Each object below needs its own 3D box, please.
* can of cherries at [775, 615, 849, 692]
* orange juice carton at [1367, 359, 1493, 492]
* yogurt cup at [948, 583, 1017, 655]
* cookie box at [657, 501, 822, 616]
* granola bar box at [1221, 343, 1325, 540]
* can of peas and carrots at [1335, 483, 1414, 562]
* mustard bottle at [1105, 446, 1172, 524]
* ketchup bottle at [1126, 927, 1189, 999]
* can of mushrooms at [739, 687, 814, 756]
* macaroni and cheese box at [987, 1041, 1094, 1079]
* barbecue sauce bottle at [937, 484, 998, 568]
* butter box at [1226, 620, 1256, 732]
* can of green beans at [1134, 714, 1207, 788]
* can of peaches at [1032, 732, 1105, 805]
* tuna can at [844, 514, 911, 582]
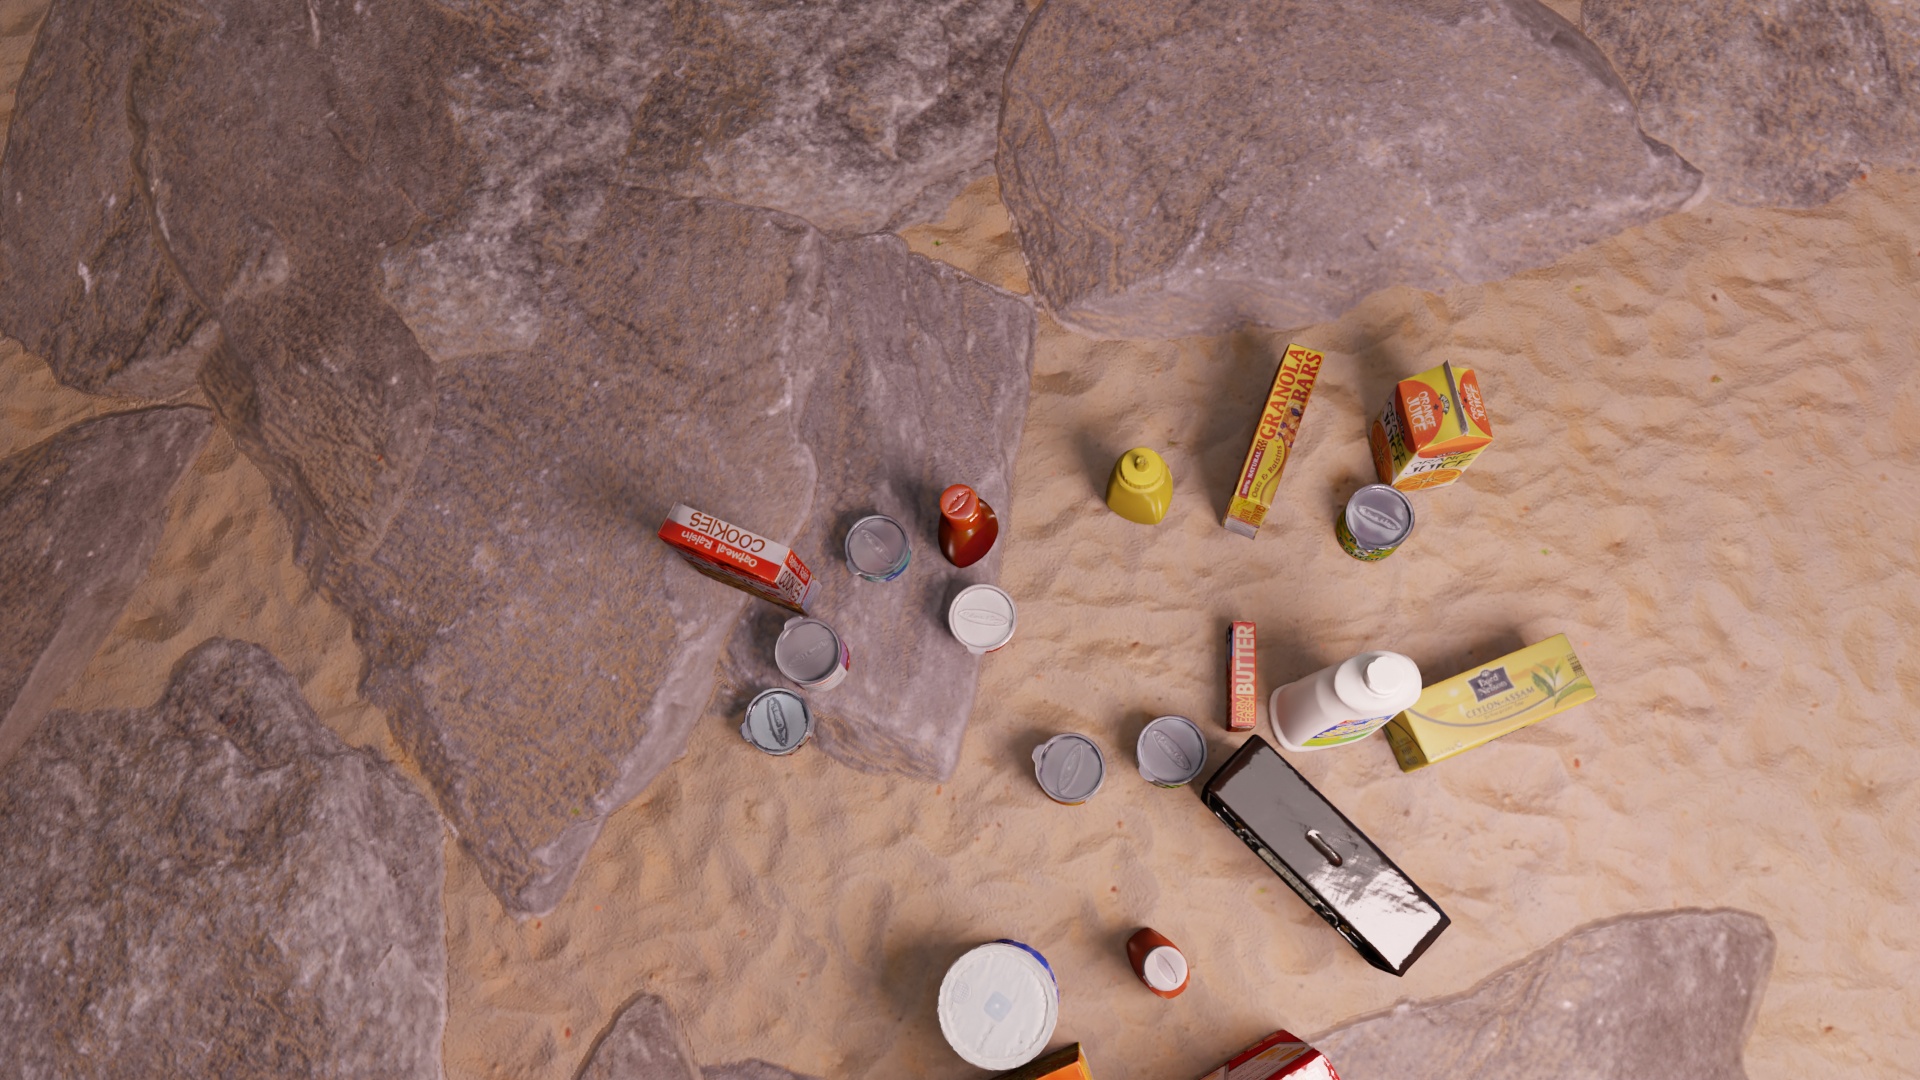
[{"bbox_3d":[-0.147,0.113,1.383,0.071,0.058,0.071,-1,75,4],"label":"can of cherries"},{"bbox_3d":[0.449,-0.106,1.325,0.073,0.192,0.072,-10,75,2],"label":"orange juice carton"},{"bbox_3d":[0.024,0.081,1.380,0.072,0.054,0.072,-1,75,4],"label":"yogurt cup"},{"bbox_3d":[-0.212,0.022,1.356,0.123,0.167,0.040,21,78,10],"label":"cookie box"},{"bbox_3d":[0.306,-0.096,1.369,0.039,0.124,0.166,20,78,9],"label":"granola bar box"},{"bbox_3d":[0.408,-0.014,1.373,0.071,0.058,0.071,-1,75,4],"label":"can of peas and carrots"},{"bbox_3d":[0.176,-0.058,1.350,0.065,0.160,0.049,20,78,9],"label":"mustard bottle"},{"bbox_3d":[0.178,0.379,1.239,0.043,0.148,0.065,-35,76,-5],"label":"ketchup bottle"},{"bbox_3d":[-0.182,0.182,1.380,0.071,0.033,0.071,-1,75,4],"label":"can of mushrooms"},{"bbox_3d":[0.056,0.487,1.211,0.124,0.166,0.040,-23,75,-1],"label":"macaroni and cheese box"},{"bbox_3d":[0.005,-0.017,1.359,0.044,0.148,0.065,43,83,13],"label":"barbecue sauce bottle"},{"bbox_3d":[0.272,0.133,1.347,0.024,0.053,0.104,2,75,5],"label":"butter box"},{"bbox_3d":[0.201,0.203,1.332,0.071,0.057,0.071,-1,75,4],"label":"can of green beans"},{"bbox_3d":[0.104,0.219,1.335,0.071,0.058,0.071,-1,75,4],"label":"can of peaches"},{"bbox_3d":[-0.085,0.011,1.418,0.071,0.032,0.071,-1,75,4],"label":"tuna can"}]
